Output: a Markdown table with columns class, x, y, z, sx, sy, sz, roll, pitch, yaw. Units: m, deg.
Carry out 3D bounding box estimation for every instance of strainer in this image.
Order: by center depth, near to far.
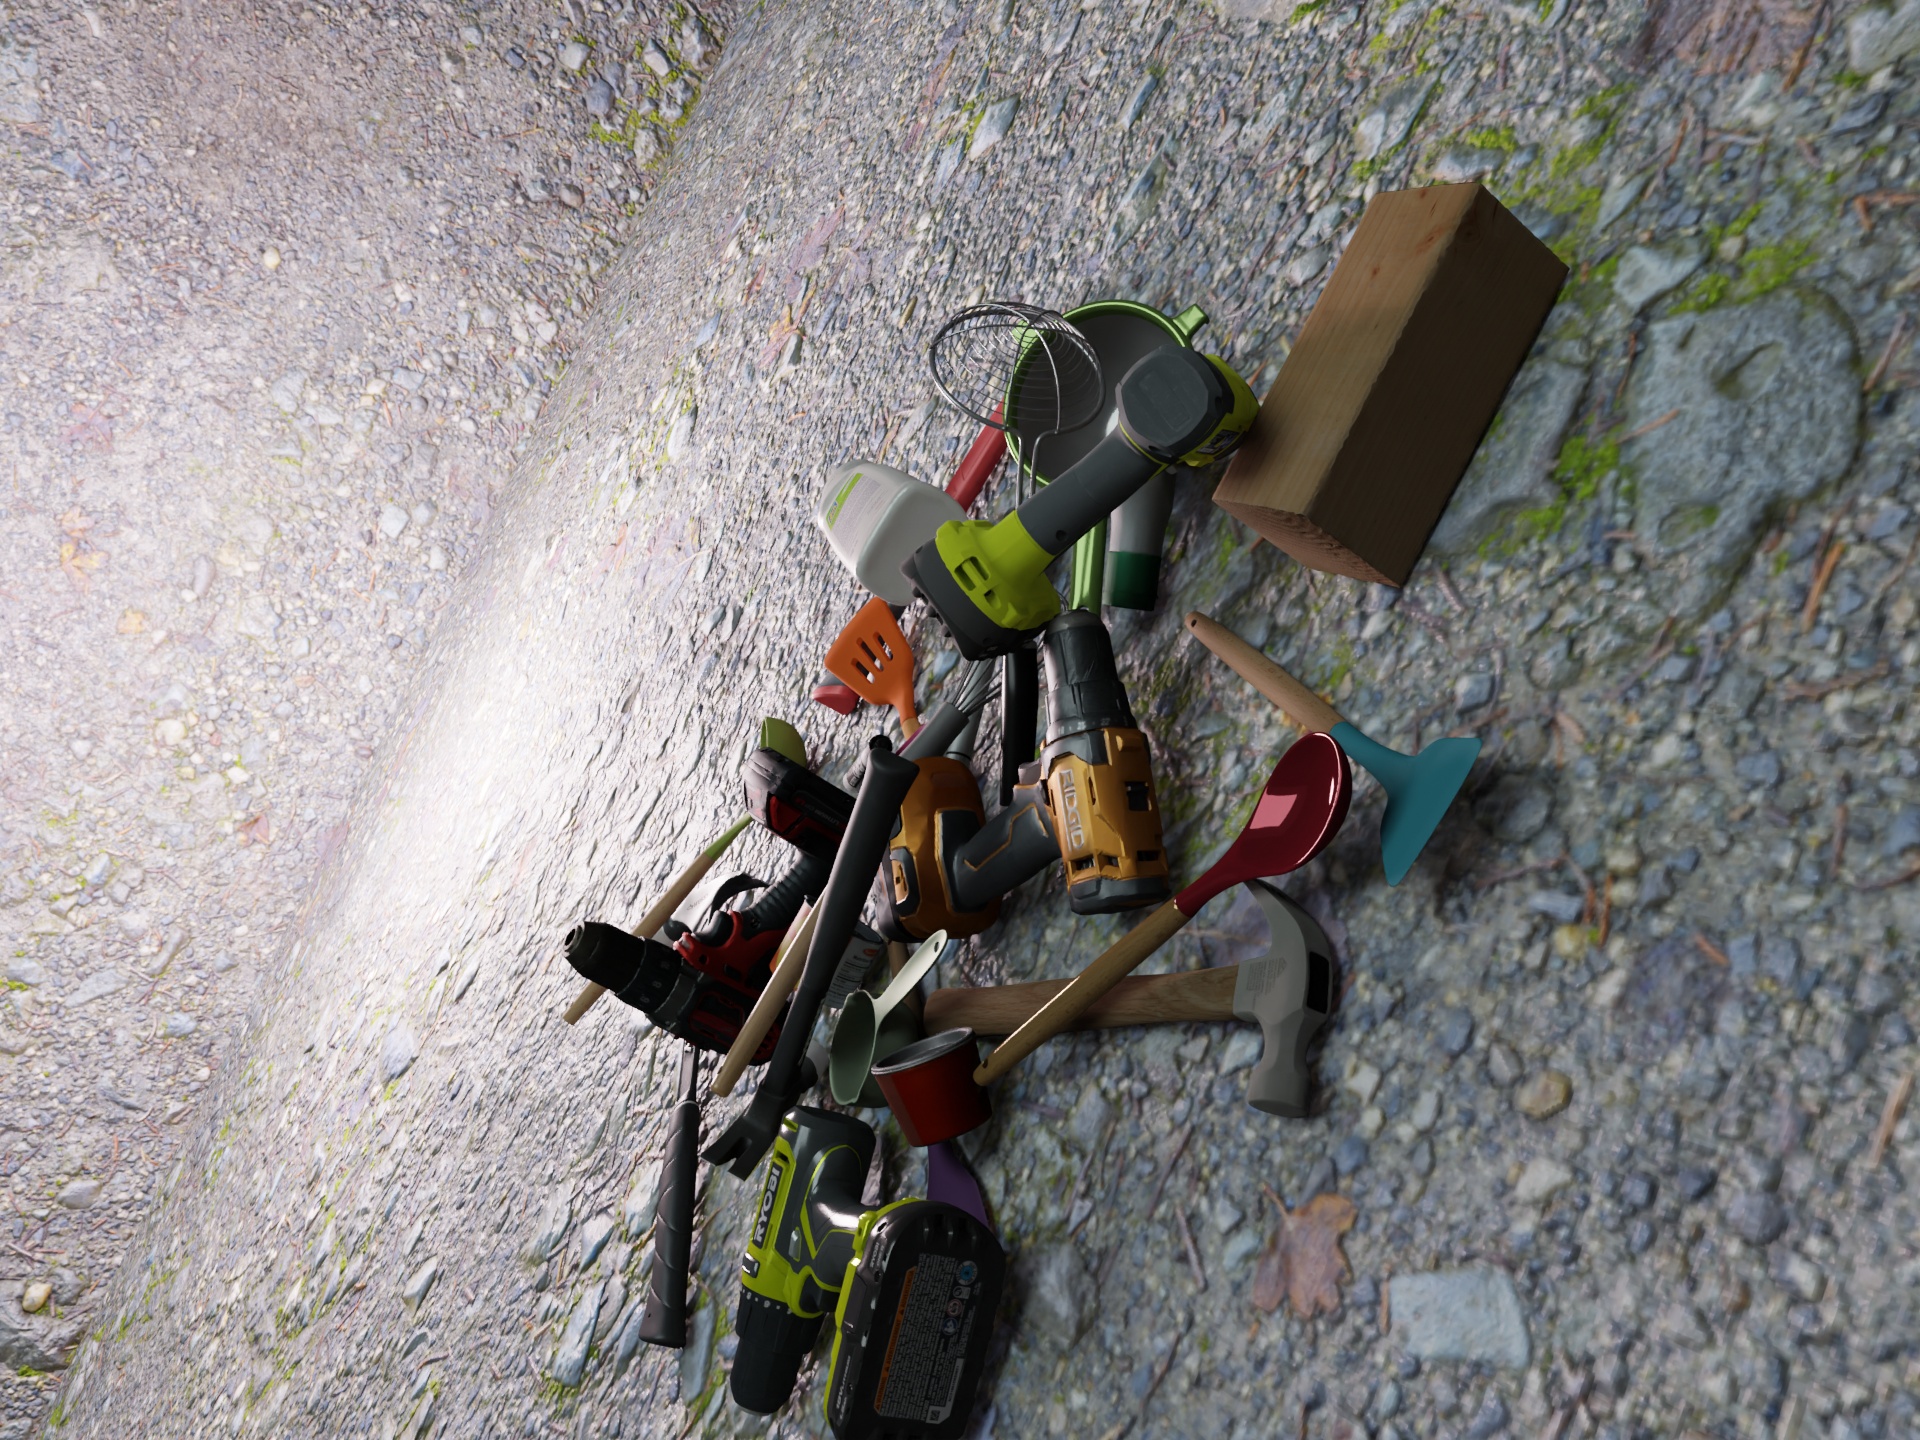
| class | x | y | z | sx | sy | sz | roll | pitch | yaw |
| --- | --- | --- | --- | --- | --- | --- | --- | --- | --- |
| strainer | 0.107 | -0.174 | 1.159 | 0.151 | 0.069 | 0.256 | 1 | 82 | 26 |
| strainer | 0.021 | -0.065 | 1.204 | 0.087 | 0.050 | 0.259 | 138 | 150 | -64 |

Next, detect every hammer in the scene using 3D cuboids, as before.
| class | x | y | z | sx | sy | sz | roll | pitch | yaw |
| --- | --- | --- | --- | --- | --- | --- | --- | --- | --- |
| hammer | 0.084 | 0.162 | 0.929 | 0.331 | 0.031 | 0.130 | -17 | 52 | 52 |
| hammer | -0.090 | 0.156 | 1.029 | 0.146 | 0.035 | 0.334 | -50 | -16 | -57 |
| hammer | -0.217 | 0.300 | 1.283 | 0.149 | 0.036 | 0.409 | -38 | 37 | 34 |
| hammer | -0.018 | -0.179 | 1.376 | 0.386 | 0.038 | 0.143 | -57 | 28 | 8 |

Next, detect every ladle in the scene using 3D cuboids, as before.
| class | x | y | z | sx | sy | sz | roll | pitch | yaw |
| --- | --- | --- | --- | --- | --- | --- | --- | --- | --- |
| ladle | 0.105 | 0.117 | 0.874 | 0.315 | 0.031 | 0.069 | -46 | 30 | 30 |
| ladle | -0.245 | 0.131 | 1.386 | 0.320 | 0.062 | 0.078 | -50 | 11 | -5 |

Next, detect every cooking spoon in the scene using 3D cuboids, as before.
| class | x | y | z | sx | sy | sz | roll | pitch | yaw |
| --- | --- | --- | --- | --- | --- | --- | --- | --- | --- |
| cooking spoon | -0.091 | 0.126 | 1.133 | 0.069 | 0.017 | 0.319 | -11 | 42 | 54 |

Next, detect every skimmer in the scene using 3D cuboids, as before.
| class | x | y | z | sx | sy | sz | roll | pitch | yaw |
| --- | --- | --- | --- | --- | --- | --- | --- | --- | --- |
| skimmer | 0.037 | -0.114 | 1.115 | 0.090 | 0.127 | 0.363 | -168 | 79 | -75 |

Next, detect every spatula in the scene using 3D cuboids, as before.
| class | x | y | z | sx | sy | sz | roll | pitch | yaw |
| --- | --- | --- | --- | --- | --- | --- | --- | --- | --- |
| spatula | 0.193 | -0.008 | 0.891 | 0.082 | 0.044 | 0.318 | -62 | 27 | 13 |
| spatula | -0.021 | 0.251 | 1.032 | 0.059 | 0.018 | 0.316 | -47 | 33 | 23 |
| spatula | -0.040 | 0.014 | 1.240 | 0.081 | 0.041 | 0.323 | -49 | 33 | 17 |

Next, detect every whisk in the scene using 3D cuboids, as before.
| class | x | y | z | sx | sy | sz | roll | pitch | yaw |
| --- | --- | --- | --- | --- | --- | --- | --- | --- | --- |
| whisk | -0.001 | -0.003 | 1.139 | 0.239 | 0.055 | 0.055 | -51 | 28 | -10 |

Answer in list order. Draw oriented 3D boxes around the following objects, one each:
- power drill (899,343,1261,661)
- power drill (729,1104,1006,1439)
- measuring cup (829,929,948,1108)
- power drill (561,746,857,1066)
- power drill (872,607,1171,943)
| class | x | y | z | sx | sy | sz | roll | pitch | yaw |
| --- | --- | --- | --- | --- | --- | --- | --- | --- | --- |
| power drill | 0.084 | -0.136 | 0.979 | 0.223 | 0.080 | 0.171 | -39 | -8 | 21 |
| power drill | -0.072 | 0.350 | 0.960 | 0.228 | 0.080 | 0.190 | -1 | 72 | 63 |
| measuring cup | -0.035 | 0.190 | 1.031 | 0.167 | 0.038 | 0.083 | -54 | 30 | 36 |
| power drill | -0.174 | 0.134 | 1.207 | 0.227 | 0.187 | 0.080 | -59 | 28 | -4 |
| power drill | 0.031 | 0.044 | 1.016 | 0.226 | 0.084 | 0.185 | -22 | 72 | 47 |
